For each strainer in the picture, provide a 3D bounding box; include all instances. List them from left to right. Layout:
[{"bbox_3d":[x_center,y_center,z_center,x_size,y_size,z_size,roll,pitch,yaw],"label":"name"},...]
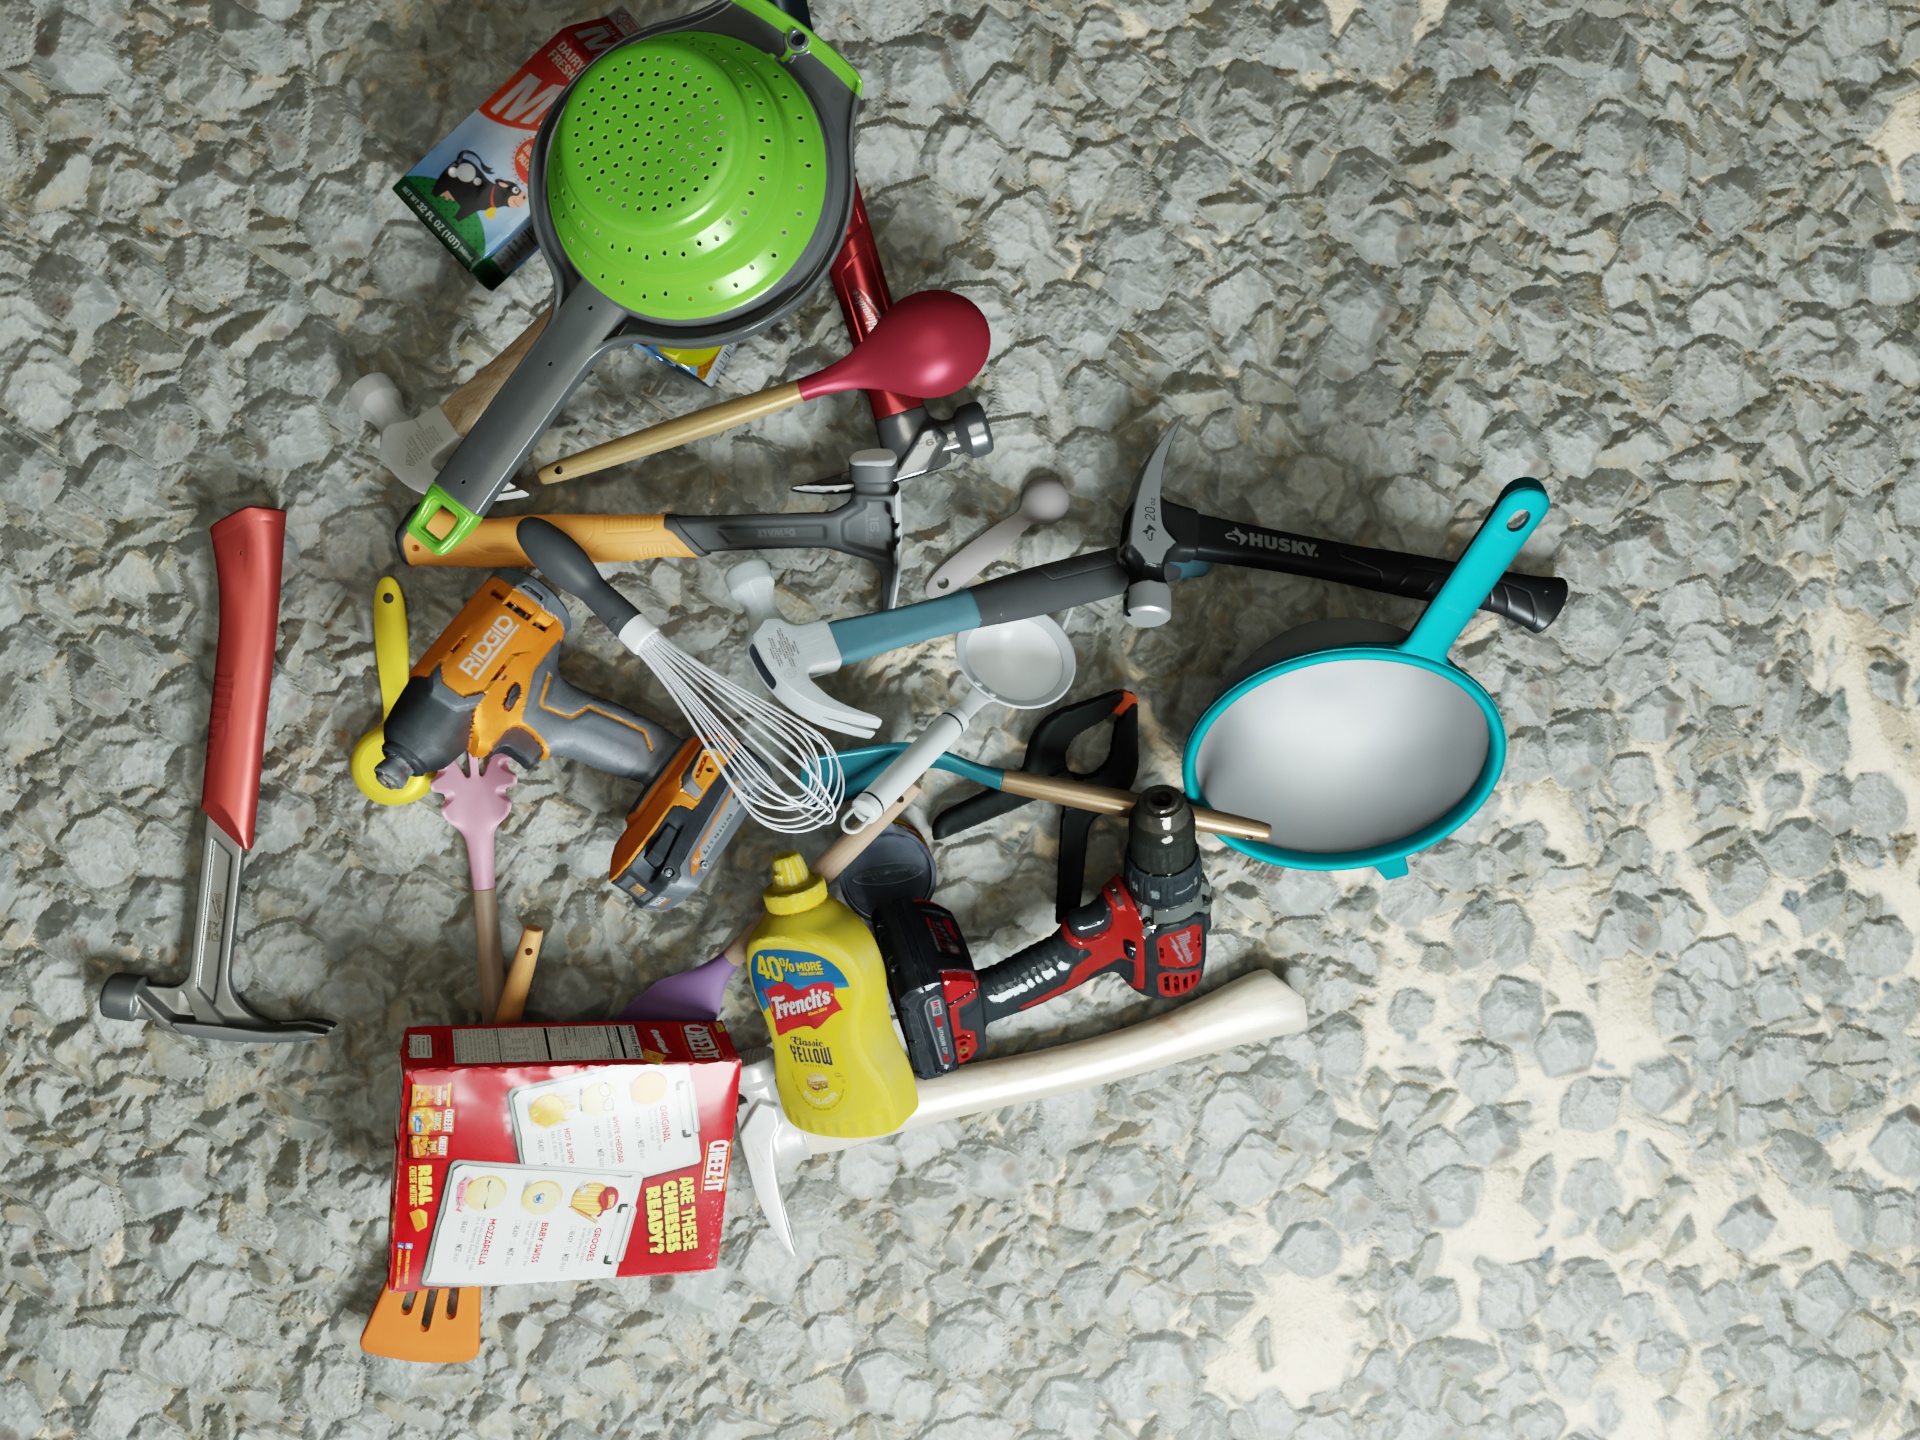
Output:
[{"bbox_3d":[-0.002,-0.003,1.058,0.087,0.050,0.258,38,51,8],"label":"strainer"},{"bbox_3d":[0.275,-0.042,1.043,0.211,0.095,0.340,15,132,-11],"label":"strainer"}]

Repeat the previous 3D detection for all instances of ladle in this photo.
[{"bbox_3d":[-0.131,-0.211,1.052,0.315,0.031,0.069,-18,98,3],"label":"ladle"}]

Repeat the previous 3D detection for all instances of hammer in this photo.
[{"bbox_3d":[-0.479,0.037,1.068,0.149,0.037,0.359,8,94,-6],"label":"hammer"},{"bbox_3d":[-0.242,-0.264,1.021,0.331,0.031,0.130,-39,76,9],"label":"hammer"},{"bbox_3d":[-0.207,-0.117,1.071,0.337,0.034,0.127,-1,118,0],"label":"hammer"},{"bbox_3d":[-0.099,-0.347,1.071,0.143,0.038,0.386,-17,96,-2],"label":"hammer"},{"bbox_3d":[0.019,-0.079,1.056,0.331,0.033,0.128,-16,76,-22],"label":"hammer"},{"bbox_3d":[0.049,0.263,1.135,0.410,0.038,0.146,-13,97,-4],"label":"hammer"},{"bbox_3d":[0.271,-0.113,1.107,0.334,0.035,0.146,8,68,-13],"label":"hammer"}]

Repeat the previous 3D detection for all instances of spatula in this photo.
[{"bbox_3d":[-0.332,0.290,1.085,0.081,0.041,0.322,14,103,-19],"label":"spatula"},{"bbox_3d":[-0.137,0.147,1.081,0.059,0.018,0.316,43,106,-8],"label":"spatula"},{"bbox_3d":[0.052,0.055,1.076,0.317,0.082,0.044,11,61,3],"label":"spatula"}]

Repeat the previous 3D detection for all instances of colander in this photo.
[{"bbox_3d":[-0.220,-0.267,0.948,0.204,0.094,0.397,38,95,5],"label":"colander"}]

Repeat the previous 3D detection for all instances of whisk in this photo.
[{"bbox_3d":[-0.183,-0.034,1.018,0.284,0.070,0.070,43,90,7],"label":"whisk"}]

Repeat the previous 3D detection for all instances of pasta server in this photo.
[{"bbox_3d":[-0.325,0.143,1.091,0.060,0.040,0.316,-5,96,-15],"label":"pasta server"}]

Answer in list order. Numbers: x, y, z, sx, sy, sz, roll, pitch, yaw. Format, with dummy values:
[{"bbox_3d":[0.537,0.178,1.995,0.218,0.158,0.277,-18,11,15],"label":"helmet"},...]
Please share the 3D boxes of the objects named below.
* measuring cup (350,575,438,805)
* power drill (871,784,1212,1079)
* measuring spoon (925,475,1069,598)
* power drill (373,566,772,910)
[{"bbox_3d":[-0.386,-0.019,1.074,0.062,0.029,0.156,-2,97,-5],"label":"measuring cup"},{"bbox_3d":[0.061,0.137,1.059,0.226,0.080,0.187,-16,136,-8],"label":"power drill"},{"bbox_3d":[0.025,-0.125,1.109,0.124,0.018,0.034,-39,97,0],"label":"measuring spoon"},{"bbox_3d":[-0.255,0.026,1.035,0.226,0.084,0.164,37,60,-10],"label":"power drill"}]
